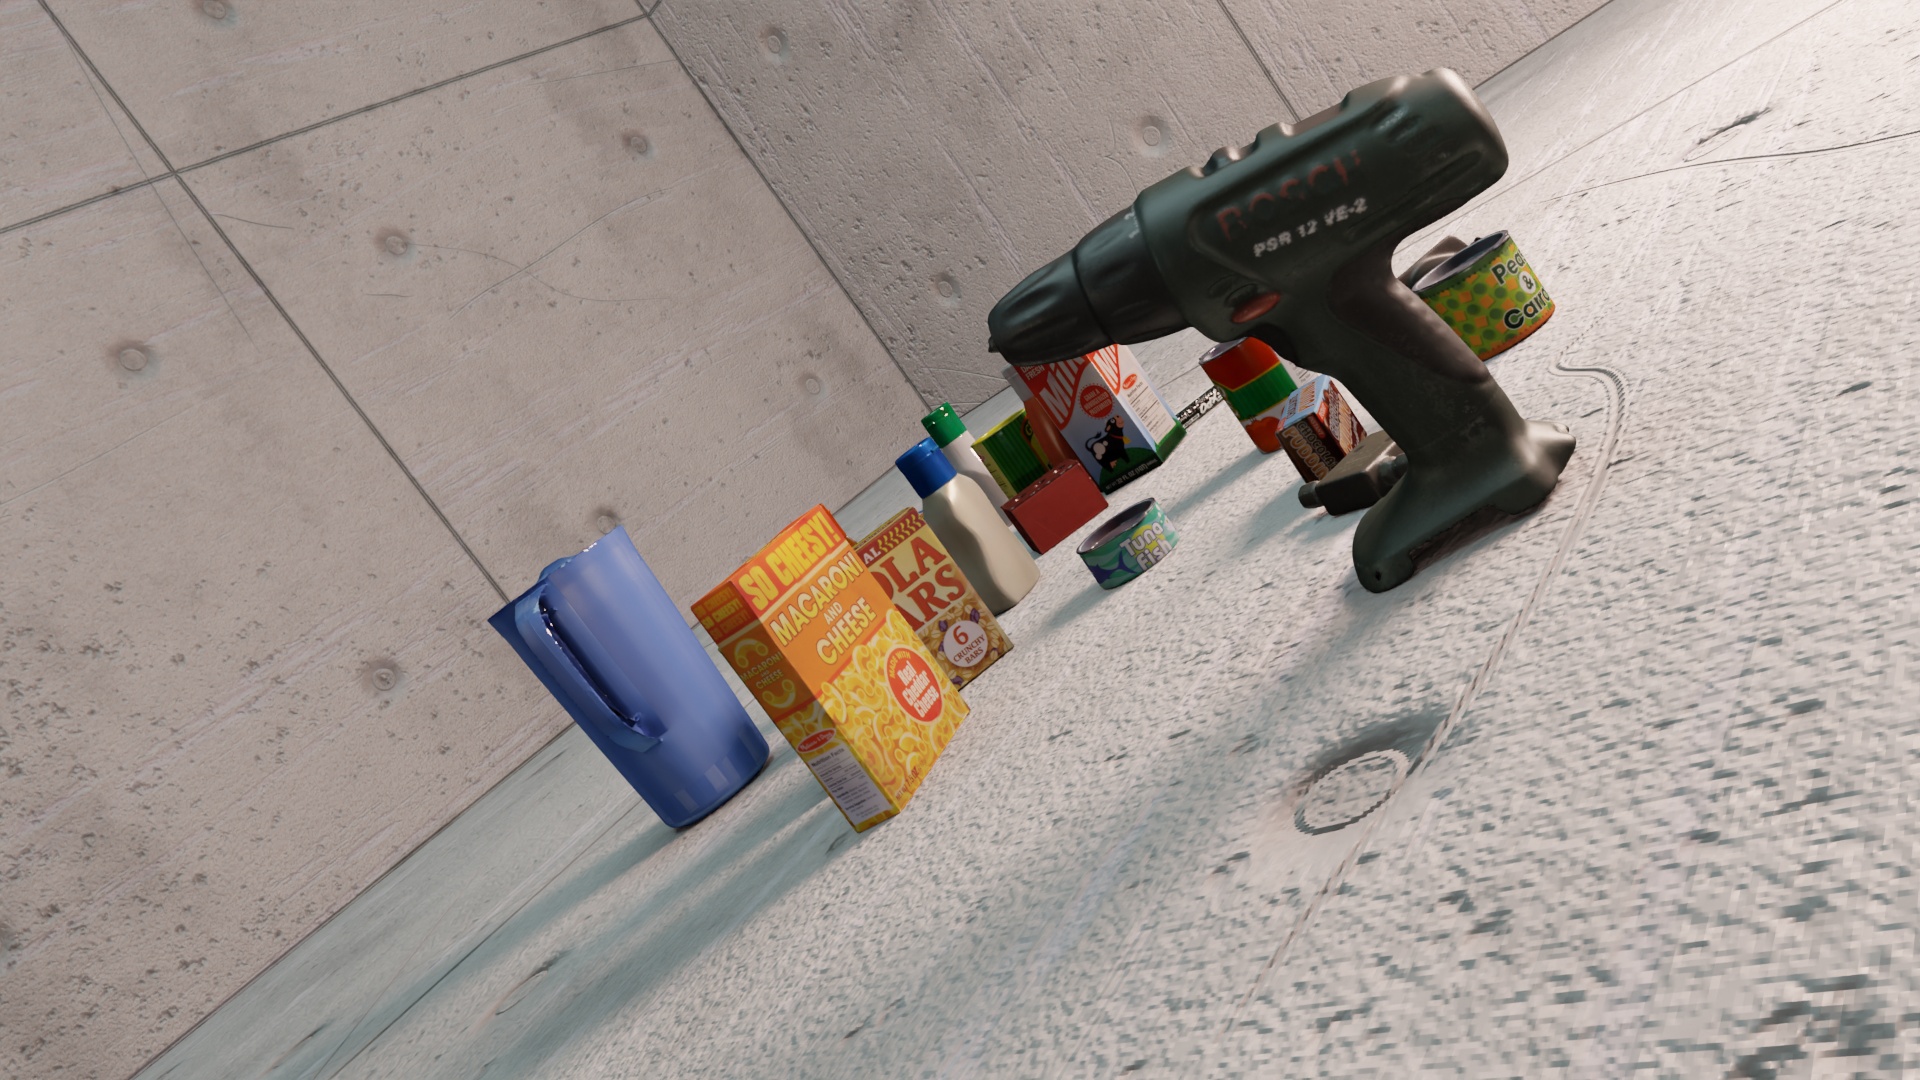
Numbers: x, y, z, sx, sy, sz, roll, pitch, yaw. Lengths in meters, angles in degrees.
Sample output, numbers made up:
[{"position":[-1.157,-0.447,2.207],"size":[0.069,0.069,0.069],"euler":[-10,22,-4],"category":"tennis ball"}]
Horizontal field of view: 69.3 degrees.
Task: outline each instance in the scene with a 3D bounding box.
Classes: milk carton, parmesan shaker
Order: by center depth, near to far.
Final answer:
[{"position":[0.117,-0.146,1.276],"size":[0.072,0.190,0.074],"euler":[-31,9,38],"category":"milk carton"},{"position":[0.066,-0.071,1.377],"size":[0.071,0.103,0.071],"euler":[-35,7,5],"category":"parmesan shaker"}]

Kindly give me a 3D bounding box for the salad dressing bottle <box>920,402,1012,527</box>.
[{"position":[0.014,-0.080,1.498],"size":[0.064,0.147,0.044],"euler":[-30,9,40],"category":"salad dressing bottle"}]

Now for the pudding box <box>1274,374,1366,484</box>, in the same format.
[{"position":[0.220,-0.065,0.846],"size":[0.030,0.049,0.084],"euler":[-32,8,28],"category":"pudding box"}]

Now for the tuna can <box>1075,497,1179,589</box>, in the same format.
[{"position":[0.117,0.002,0.958],"size":[0.071,0.033,0.071],"euler":[-35,7,5],"category":"tuna can"}]

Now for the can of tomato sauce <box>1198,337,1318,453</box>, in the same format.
[{"position":[0.223,-0.114,1.014],"size":[0.071,0.083,0.071],"euler":[-35,7,5],"category":"can of tomato sauce"}]

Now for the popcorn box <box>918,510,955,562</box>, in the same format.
[{"position":[-0.017,0.012,1.301],"size":[0.038,0.085,0.126],"euler":[-39,8,-23],"category":"popcorn box"}]

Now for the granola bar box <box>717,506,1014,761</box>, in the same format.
[{"position":[-0.064,0.074,0.966],"size":[0.166,0.124,0.039],"euler":[-38,7,-15],"category":"granola bar box"}]

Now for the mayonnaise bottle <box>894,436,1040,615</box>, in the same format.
[{"position":[0.004,-0.014,1.121],"size":[0.041,0.148,0.065],"euler":[-31,8,36],"category":"mayonnaise bottle"}]

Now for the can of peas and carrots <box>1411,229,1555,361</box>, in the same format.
[{"position":[0.329,-0.152,0.867],"size":[0.071,0.058,0.071],"euler":[-35,7,5],"category":"can of peas and carrots"}]

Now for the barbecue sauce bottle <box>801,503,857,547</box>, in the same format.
[{"position":[-0.097,0.035,1.265],"size":[0.044,0.148,0.065],"euler":[-38,7,-14],"category":"barbecue sauce bottle"}]

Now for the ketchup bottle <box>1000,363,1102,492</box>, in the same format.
[{"position":[0.096,-0.112,1.325],"size":[0.065,0.148,0.043],"euler":[-41,8,-34],"category":"ketchup bottle"}]

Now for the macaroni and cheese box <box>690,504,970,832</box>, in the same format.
[{"position":[-0.075,0.074,0.846],"size":[0.040,0.166,0.124],"euler":[-32,8,29],"category":"macaroni and cheese box"}]
